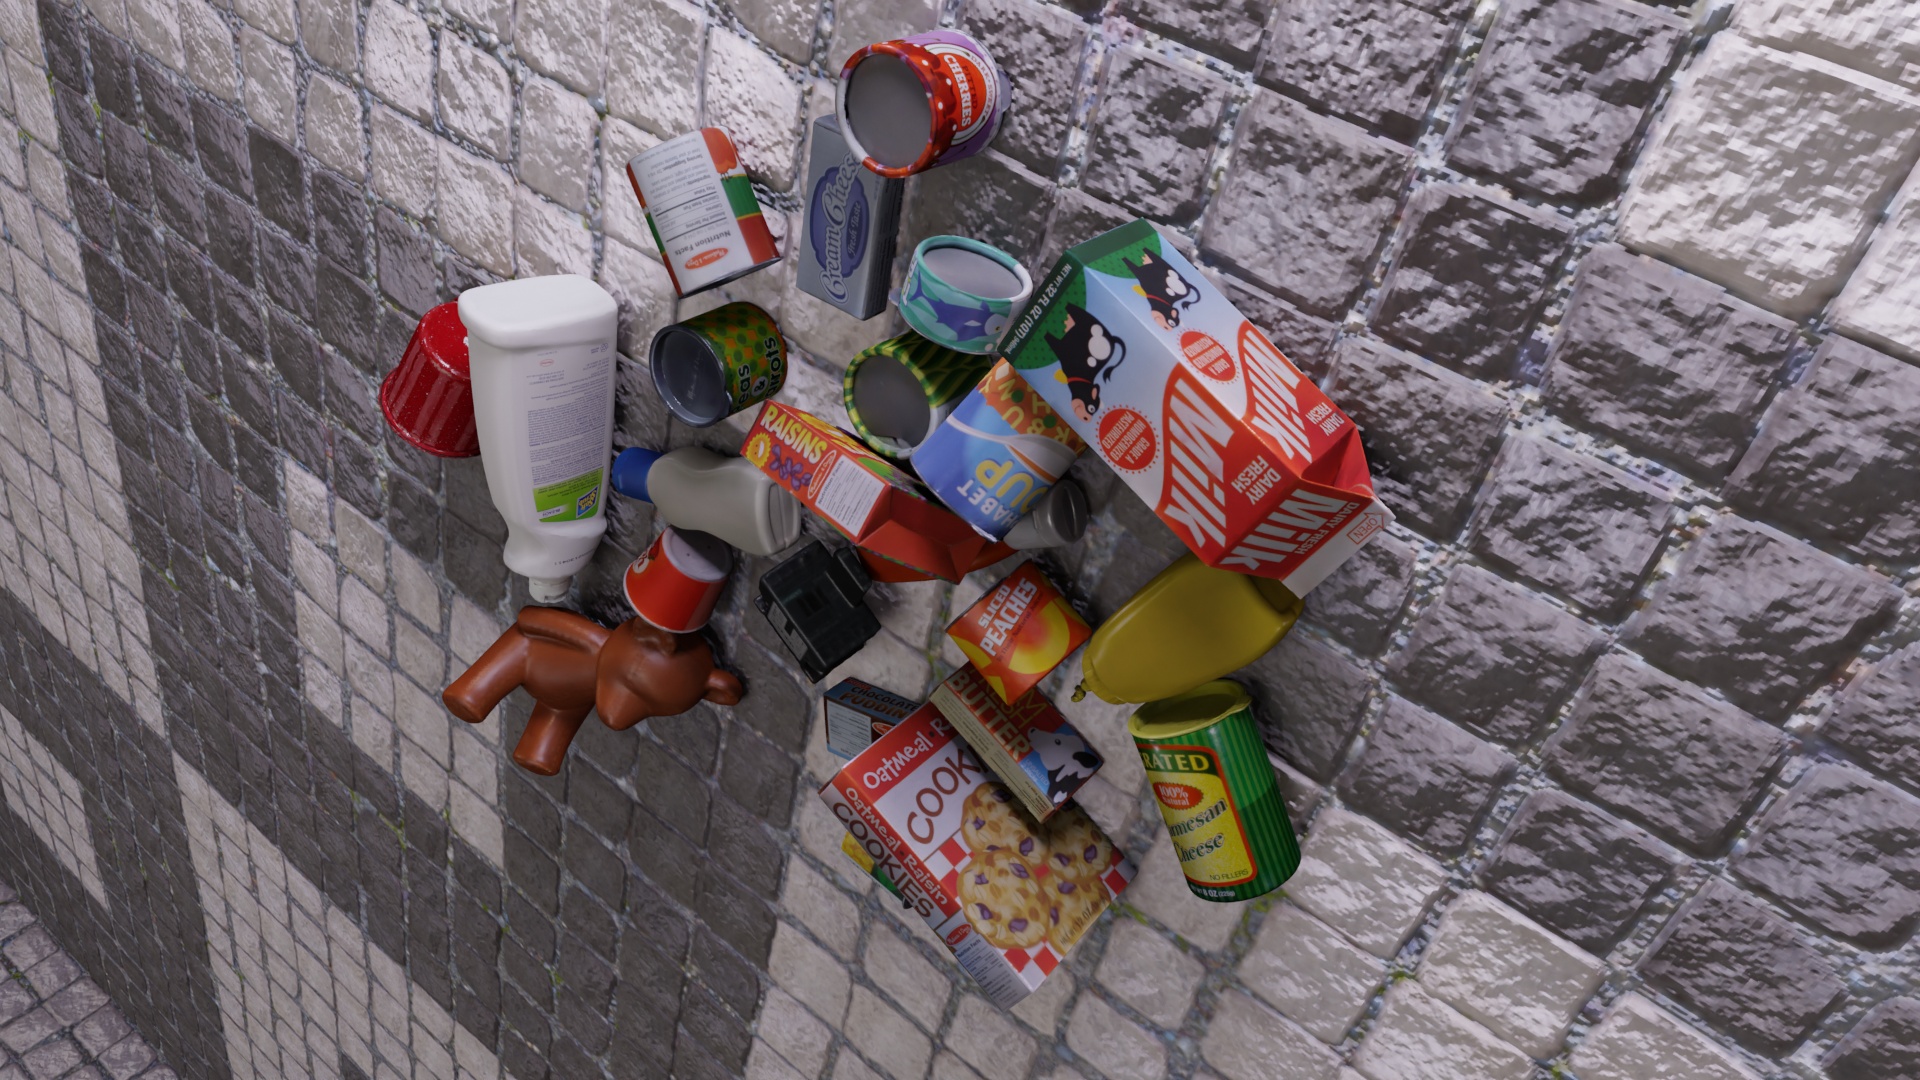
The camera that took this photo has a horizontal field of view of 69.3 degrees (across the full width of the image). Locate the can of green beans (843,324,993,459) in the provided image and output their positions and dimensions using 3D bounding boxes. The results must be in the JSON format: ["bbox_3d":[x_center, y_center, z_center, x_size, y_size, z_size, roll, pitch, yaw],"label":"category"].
[{"bbox_3d":[-0.023,-0.085,0.778,0.071,0.058,0.071,19,123,31],"label":"can of green beans"}]

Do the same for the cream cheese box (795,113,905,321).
[{"bbox_3d":[-0.062,-0.181,0.783,0.053,0.024,0.103,30,128,24],"label":"cream cheese box"}]

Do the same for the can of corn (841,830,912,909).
[{"bbox_3d":[-0.037,0.202,0.937,0.058,0.071,0.070,36,131,20],"label":"can of corn"}]

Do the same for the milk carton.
[{"bbox_3d":[0.117,-0.059,0.667,0.191,0.074,0.072,47,133,9],"label":"milk carton"}]

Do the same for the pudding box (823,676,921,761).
[{"bbox_3d":[-0.052,0.130,0.935,0.084,0.030,0.049,17,121,32],"label":"pudding box"}]

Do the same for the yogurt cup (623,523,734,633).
[{"bbox_3d":[-0.194,0.023,0.973,0.072,0.073,0.053,47,125,9],"label":"yogurt cup"}]

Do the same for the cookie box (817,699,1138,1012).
[{"bbox_3d":[0.012,0.178,0.843,0.167,0.123,0.040,48,133,9],"label":"cookie box"}]

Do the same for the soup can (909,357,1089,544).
[{"bbox_3d":[0.026,-0.050,0.727,0.071,0.071,0.083,45,102,11],"label":"soup can"}]

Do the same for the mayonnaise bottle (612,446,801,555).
[{"bbox_3d":[-0.174,-0.034,0.942,0.148,0.041,0.064,15,120,34],"label":"mayonnaise bottle"}]

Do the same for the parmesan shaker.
[{"bbox_3d":[0.141,0.136,0.754,0.071,0.071,0.103,-11,105,42],"label":"parmesan shaker"}]

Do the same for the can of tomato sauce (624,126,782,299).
[{"bbox_3d":[-0.152,-0.194,0.823,0.071,0.071,0.083,-12,104,42],"label":"can of tomato sauce"}]

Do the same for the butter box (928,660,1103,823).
[{"bbox_3d":[0.034,0.115,0.841,0.103,0.053,0.024,47,136,10],"label":"butter box"}]

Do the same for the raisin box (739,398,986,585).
[{"bbox_3d":[-0.054,-0.028,0.767,0.123,0.086,0.040,35,99,43],"label":"raisin box"}]

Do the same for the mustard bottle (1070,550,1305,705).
[{"bbox_3d":[0.110,0.053,0.749,0.065,0.049,0.159,55,135,2],"label":"mustard bottle"}]

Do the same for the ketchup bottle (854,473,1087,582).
[{"bbox_3d":[0.003,-0.010,0.806,0.148,0.044,0.064,-5,98,40],"label":"ketchup bottle"}]

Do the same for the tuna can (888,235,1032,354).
[{"bbox_3d":[0.000,-0.130,0.728,0.071,0.071,0.032,36,129,19],"label":"tuna can"}]

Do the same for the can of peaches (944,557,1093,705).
[{"bbox_3d":[0.034,0.053,0.796,0.058,0.071,0.071,50,134,6],"label":"can of peaches"}]

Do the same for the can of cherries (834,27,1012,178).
[{"bbox_3d":[-0.019,-0.222,0.702,0.071,0.059,0.071,19,123,31],"label":"can of cherries"}]

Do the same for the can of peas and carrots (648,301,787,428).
[{"bbox_3d":[-0.149,-0.109,0.868,0.071,0.059,0.070,19,123,31],"label":"can of peas and carrots"}]
